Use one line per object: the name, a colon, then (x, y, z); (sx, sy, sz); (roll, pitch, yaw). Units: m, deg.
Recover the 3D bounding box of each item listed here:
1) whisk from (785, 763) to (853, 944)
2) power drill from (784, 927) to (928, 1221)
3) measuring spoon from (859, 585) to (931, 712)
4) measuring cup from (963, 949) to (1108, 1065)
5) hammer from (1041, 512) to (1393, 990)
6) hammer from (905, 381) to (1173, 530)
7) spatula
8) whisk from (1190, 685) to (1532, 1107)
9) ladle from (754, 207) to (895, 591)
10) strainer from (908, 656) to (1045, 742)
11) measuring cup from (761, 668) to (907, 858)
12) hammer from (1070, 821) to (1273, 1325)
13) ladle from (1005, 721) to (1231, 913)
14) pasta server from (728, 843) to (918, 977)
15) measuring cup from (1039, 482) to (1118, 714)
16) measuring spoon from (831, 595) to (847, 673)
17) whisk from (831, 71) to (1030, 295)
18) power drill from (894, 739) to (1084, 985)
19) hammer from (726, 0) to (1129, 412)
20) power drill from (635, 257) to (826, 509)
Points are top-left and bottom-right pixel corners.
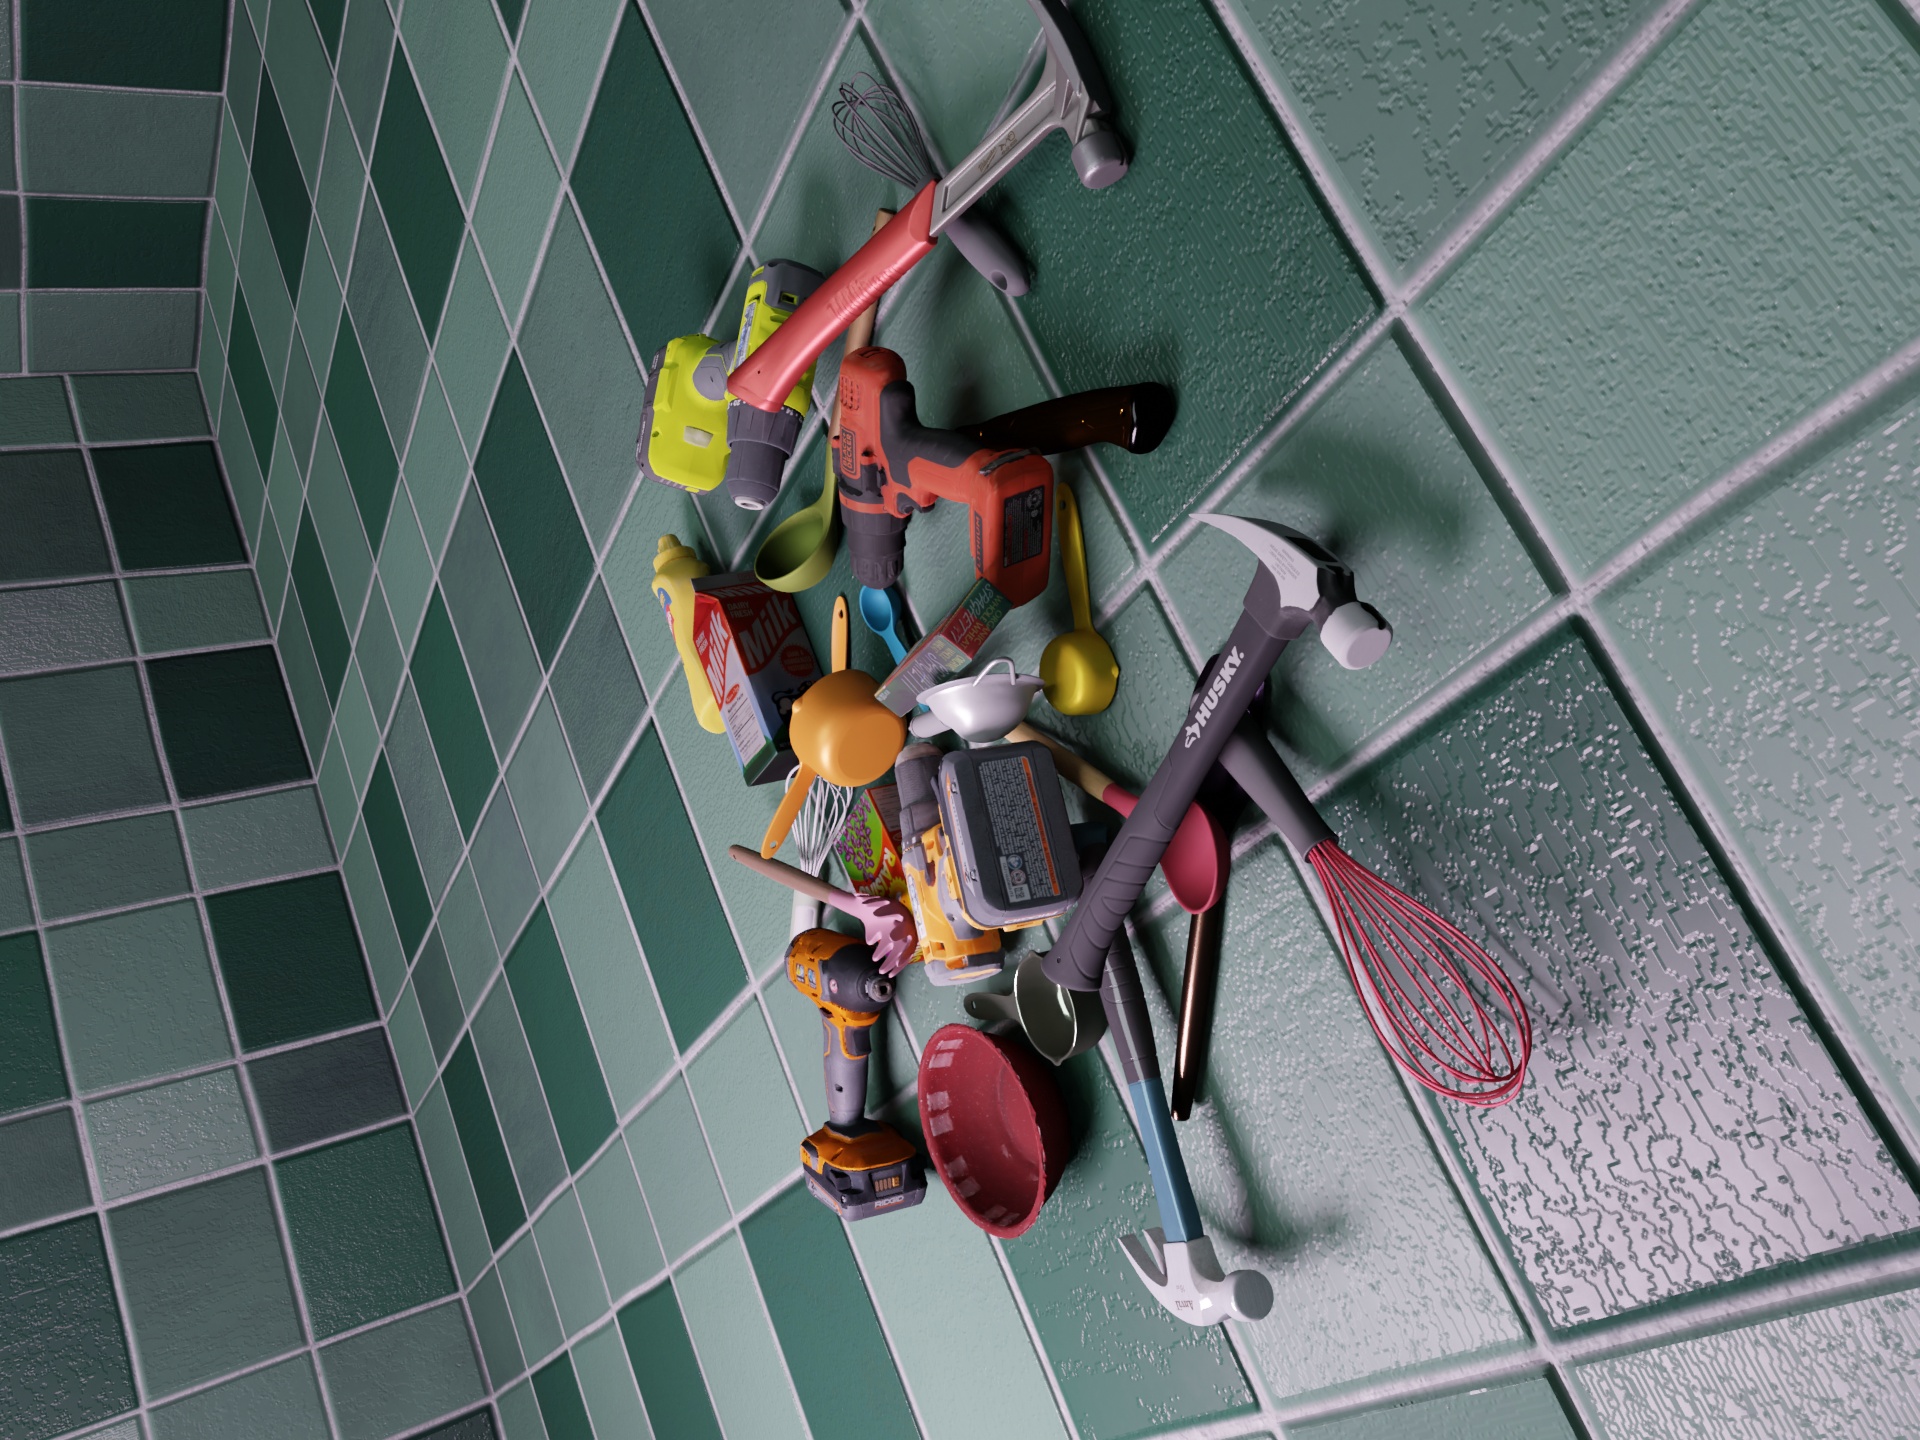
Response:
whisk: (-0.132, 0.133, 1.404); (0.059, 0.058, 0.246); (-88, 6, -57)
power drill: (-0.087, 0.294, 1.336); (0.164, 0.084, 0.226); (178, 86, -65)
measuring spoon: (-0.039, -0.053, 1.246); (0.129, 0.021, 0.042); (62, 143, 9)
measuring cup: (0.053, 0.205, 1.162); (0.167, 0.038, 0.083); (-19, 84, 62)
hammer: (0.124, 0.033, 0.934); (0.146, 0.035, 0.334); (58, 134, 42)
hammer: (0.022, -0.200, 1.094); (0.337, 0.034, 0.127); (3, 102, 55)
spatula: (0.154, 0.112, 1.001); (0.060, 0.018, 0.315); (24, 117, 47)
whisk: (0.210, 0.084, 0.872); (0.296, 0.073, 0.073); (57, 140, 35)
ladle: (-0.104, -0.244, 1.249); (0.078, 0.062, 0.320); (-118, 37, -51)
strainer: (-0.002, -0.004, 1.120); (0.258, 0.087, 0.050); (159, 107, -75)
measuring cup: (-0.105, 0.046, 1.266); (0.052, 0.095, 0.173); (35, 100, 43)
hammer: (0.118, 0.222, 1.040); (0.128, 0.033, 0.331); (136, 124, -60)
ladle: (0.084, 0.040, 1.058); (0.316, 0.031, 0.069); (35, 124, 53)
pasta server: (-0.123, 0.144, 1.325); (0.316, 0.040, 0.060); (14, 122, 54)
measuring cup: (0.069, -0.080, 1.061); (0.062, 0.029, 0.156); (-2, 98, 56)
measuring spoon: (-0.098, -0.047, 1.337); (0.021, 0.011, 0.117); (15, 108, 51)
whisk: (-0.020, -0.371, 1.102); (0.239, 0.055, 0.055); (54, 139, 26)
power drill: (0.006, 0.081, 1.131); (0.226, 0.084, 0.185); (126, 134, -66)
hammer: (-0.045, -0.329, 1.076); (0.359, 0.036, 0.149); (-32, 74, 38)
power drill: (-0.188, -0.256, 1.303); (0.228, 0.080, 0.190); (-3, 75, 59)
